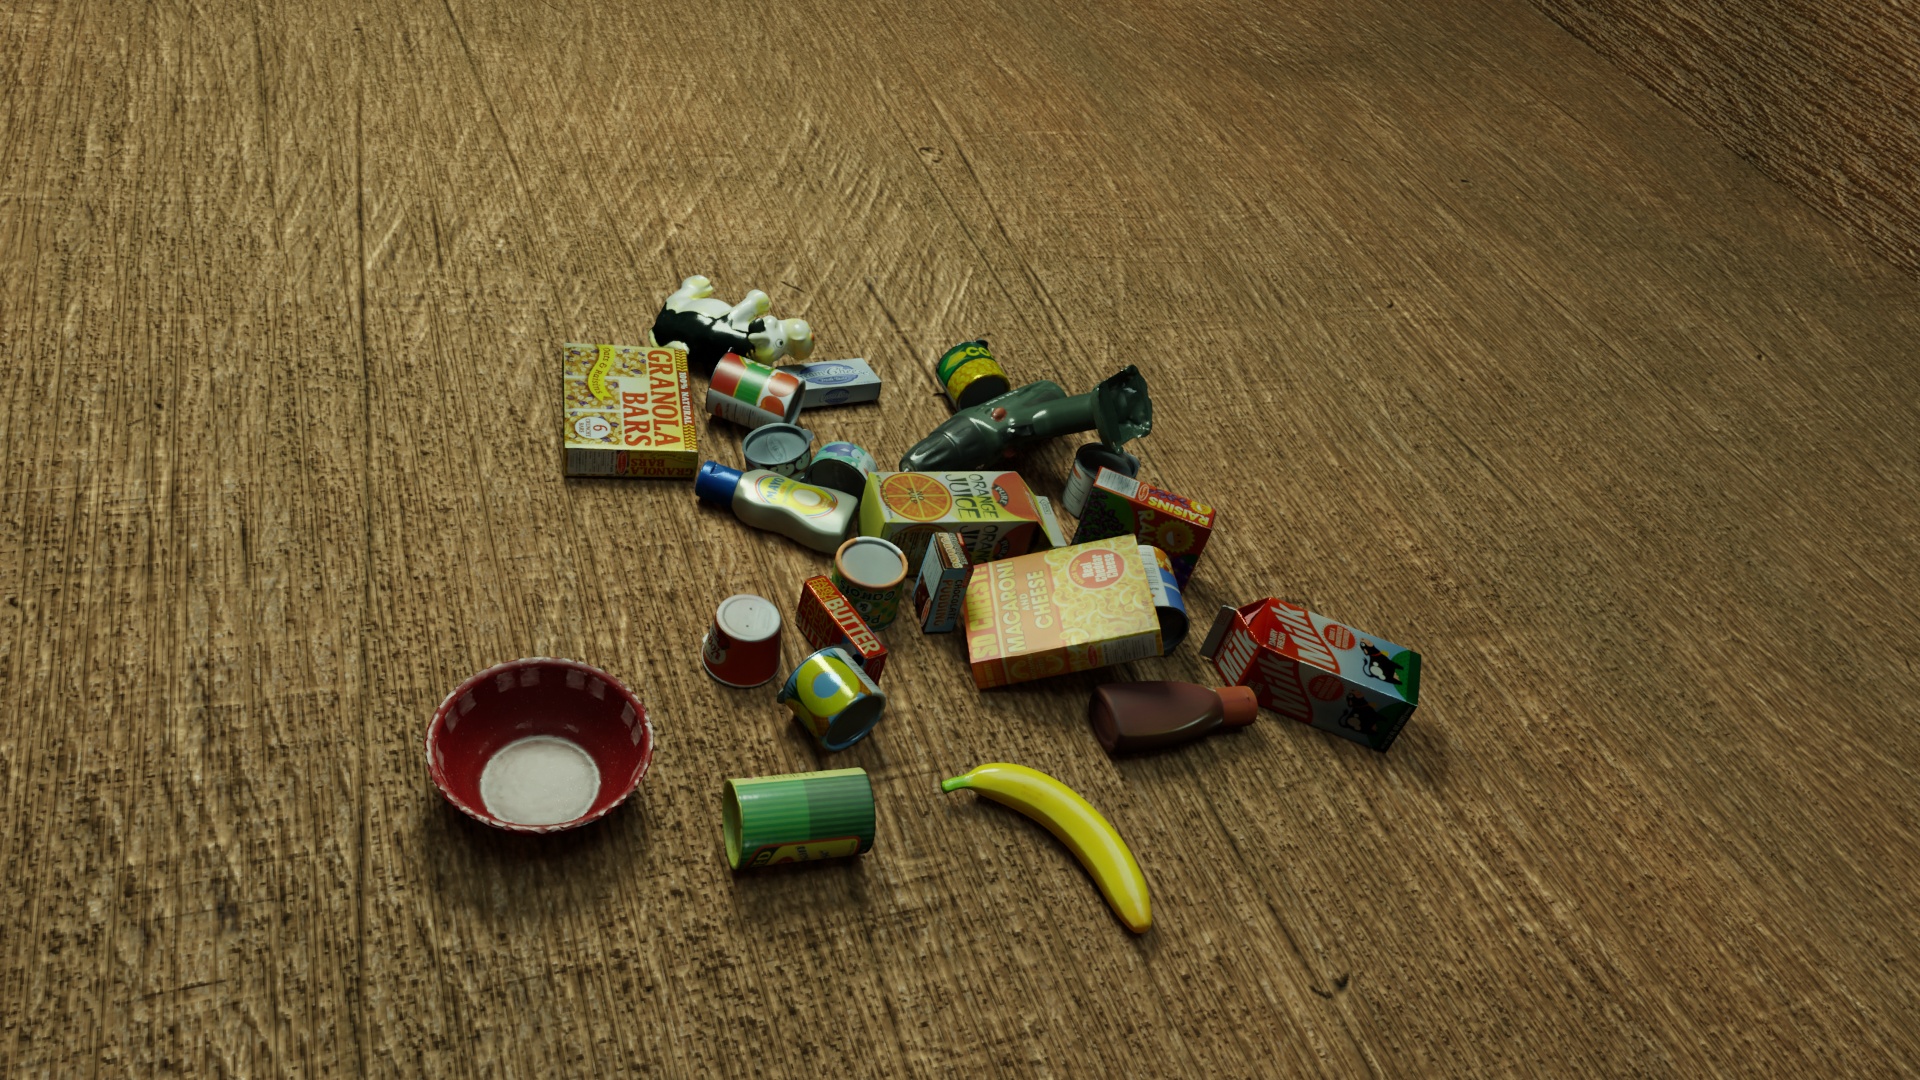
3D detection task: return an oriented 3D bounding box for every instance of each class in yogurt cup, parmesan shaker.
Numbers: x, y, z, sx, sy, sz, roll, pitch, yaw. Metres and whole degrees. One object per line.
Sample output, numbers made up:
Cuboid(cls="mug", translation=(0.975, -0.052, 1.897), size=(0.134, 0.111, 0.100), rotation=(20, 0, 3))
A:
Cuboid(cls="yogurt cup", translation=(-0.182, 0.082, 1.171), size=(0.072, 0.053, 0.073), rotation=(10, 42, -9))
Cuboid(cls="parmesan shaker", translation=(-0.121, 0.207, 1.041), size=(0.103, 0.071, 0.071), rotation=(-2, 44, -21))

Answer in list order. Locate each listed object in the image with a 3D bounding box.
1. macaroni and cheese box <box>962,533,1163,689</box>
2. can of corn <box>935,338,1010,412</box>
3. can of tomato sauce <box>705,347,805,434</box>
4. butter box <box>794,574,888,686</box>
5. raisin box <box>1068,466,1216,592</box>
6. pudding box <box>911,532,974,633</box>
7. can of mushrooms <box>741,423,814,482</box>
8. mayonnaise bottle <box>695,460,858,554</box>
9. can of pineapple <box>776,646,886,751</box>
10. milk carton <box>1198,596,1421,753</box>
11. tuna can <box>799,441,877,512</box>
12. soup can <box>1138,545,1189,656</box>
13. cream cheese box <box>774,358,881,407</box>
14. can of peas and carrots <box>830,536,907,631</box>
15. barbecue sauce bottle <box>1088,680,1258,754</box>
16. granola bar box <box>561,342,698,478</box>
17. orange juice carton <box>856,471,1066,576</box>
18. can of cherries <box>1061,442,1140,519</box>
Cuboid(cls="macaroni and cheese box", translation=(0.088, 0.064, 1.248), size=(0.166, 0.040, 0.124), rotation=(-11, 42, 3))
Cuboid(cls="can of corn", translation=(0.016, -0.175, 1.510), size=(0.071, 0.070, 0.058), rotation=(-8, 48, -26))
Cuboid(cls="can of tomato sauce", translation=(-0.206, -0.148, 1.407), size=(0.083, 0.070, 0.071), rotation=(21, 41, 3))
Cuboid(cls="butter box", translation=(-0.104, 0.082, 1.198), size=(0.024, 0.052, 0.104), rotation=(-17, 51, -35))
Cuboid(cls="raisin box", translation=(0.179, -0.010, 1.371), size=(0.123, 0.085, 0.040), rotation=(21, 36, 5))
Cuboid(cls="pudding box", translation=(-0.017, 0.038, 1.254), size=(0.030, 0.083, 0.050), rotation=(1, 42, -21))
Cuboid(cls="can of mushrooms", translation=(-0.176, -0.083, 1.361), size=(0.071, 0.033, 0.071), rotation=(-2, 41, 1))
Cuboid(cls="mayonnaise bottle", translation=(-0.175, -0.036, 1.314), size=(0.148, 0.041, 0.065), rotation=(19, 43, 1))
Cuboid(cls="can of pineapple", translation=(-0.104, 0.131, 1.136), size=(0.071, 0.070, 0.058), rotation=(-23, 55, -37))
Cuboid(cls="milk carton", translation=(0.321, 0.117, 1.288), size=(0.191, 0.072, 0.074), rotation=(21, 41, 5))
Cuboid(cls="tuna can", translation=(-0.117, -0.061, 1.344), size=(0.071, 0.070, 0.033), rotation=(19, 40, 3))
Cuboid(cls="soup can", translation=(0.176, 0.057, 1.313), size=(0.071, 0.071, 0.084), rotation=(6, 41, -13))
Cuboid(cls="cream cheese box", translation=(-0.143, -0.168, 1.481), size=(0.104, 0.024, 0.053), rotation=(-10, 40, -28))
Cuboid(cls="can of peas and carrots", translation=(-0.084, 0.041, 1.247), size=(0.071, 0.058, 0.071), rotation=(9, 41, -8))
Cuboid(cls="barbecue sauce bottle", translation=(0.191, 0.152, 1.228), size=(0.149, 0.043, 0.065), rotation=(-3, 45, -22))
Cuboid(cls="granola bar box", translation=(-0.327, -0.128, 1.367), size=(0.124, 0.038, 0.166), rotation=(1, 43, -17))
Cuboid(cls="orange juice carton", translation=(0.005, -0.017, 1.329), size=(0.193, 0.072, 0.072), rotation=(-1, 44, -20))
Cuboid(cls="can of cherries", translation=(0.146, -0.059, 1.435), size=(0.071, 0.058, 0.072), rotation=(9, 40, -8))
